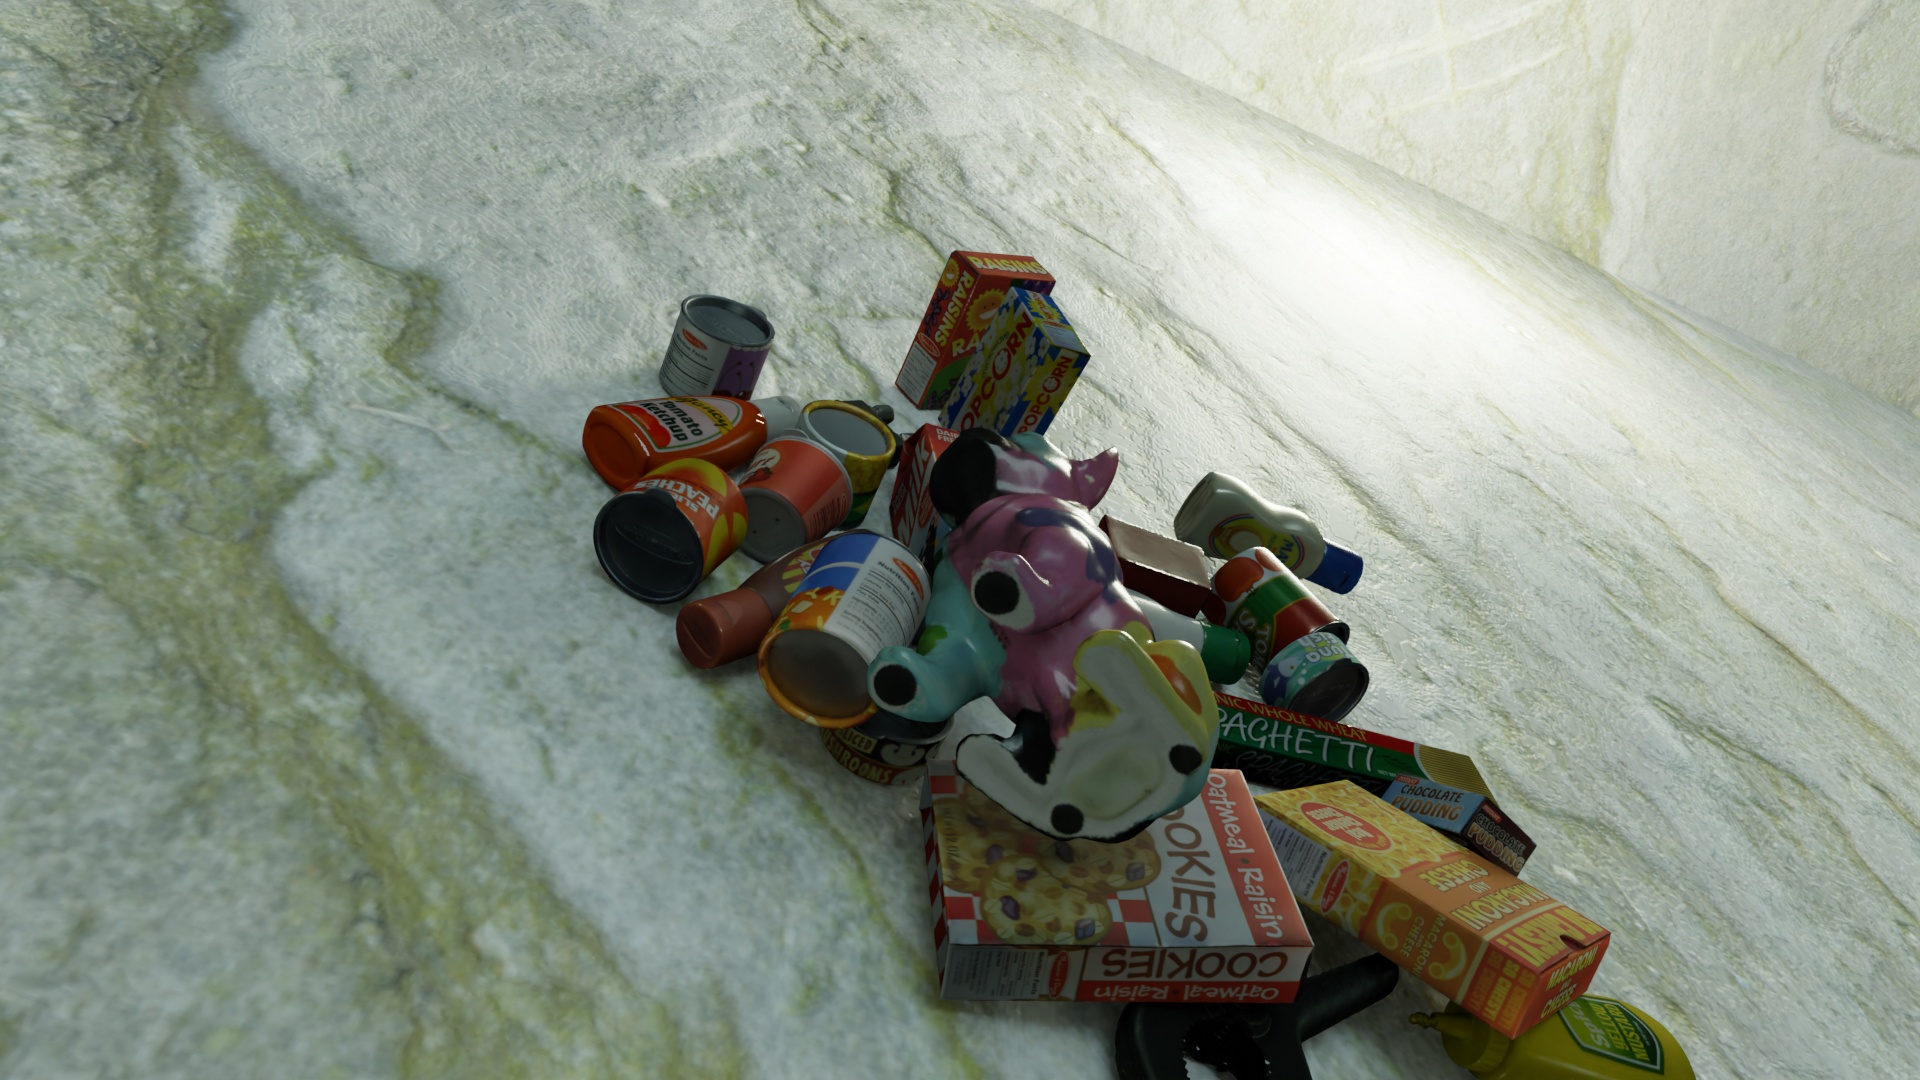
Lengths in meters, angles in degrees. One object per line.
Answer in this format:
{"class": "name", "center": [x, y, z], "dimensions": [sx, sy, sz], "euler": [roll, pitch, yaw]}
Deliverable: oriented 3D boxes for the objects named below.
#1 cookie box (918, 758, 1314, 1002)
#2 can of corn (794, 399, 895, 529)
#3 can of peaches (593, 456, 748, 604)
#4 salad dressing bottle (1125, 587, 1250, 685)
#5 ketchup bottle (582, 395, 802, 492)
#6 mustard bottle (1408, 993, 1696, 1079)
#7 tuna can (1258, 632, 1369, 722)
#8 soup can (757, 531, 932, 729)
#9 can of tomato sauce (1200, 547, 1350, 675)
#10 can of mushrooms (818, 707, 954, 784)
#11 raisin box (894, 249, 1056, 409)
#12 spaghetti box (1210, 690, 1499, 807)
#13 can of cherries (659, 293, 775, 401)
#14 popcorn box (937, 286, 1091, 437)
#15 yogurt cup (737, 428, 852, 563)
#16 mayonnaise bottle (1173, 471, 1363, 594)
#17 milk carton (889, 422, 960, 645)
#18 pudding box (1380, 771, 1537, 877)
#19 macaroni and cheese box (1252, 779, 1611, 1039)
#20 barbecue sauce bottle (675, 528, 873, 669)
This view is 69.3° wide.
{"class": "cookie box", "center": [0.069, 0.161, 0.667], "dimensions": [0.168, 0.040, 0.123], "euler": [3, 31, -9]}
{"class": "can of corn", "center": [-0.080, -0.050, 0.904], "dimensions": [0.071, 0.058, 0.071], "euler": [20, 31, -12]}
{"class": "can of peaches", "center": [-0.158, -0.009, 0.766], "dimensions": [0.071, 0.071, 0.058], "euler": [29, 29, 5]}
{"class": "salad dressing bottle", "center": [0.118, 0.060, 0.904], "dimensions": [0.148, 0.043, 0.064], "euler": [16, 29, -19]}
{"class": "ketchup bottle", "center": [-0.162, -0.066, 0.880], "dimensions": [0.065, 0.043, 0.149], "euler": [41, 32, 23]}
{"class": "mustard bottle", "center": [0.304, 0.264, 0.725], "dimensions": [0.160, 0.048, 0.065], "euler": [17, 26, -17]}
{"class": "tuna can", "center": [0.233, 0.093, 0.914], "dimensions": [0.071, 0.070, 0.033], "euler": [4, 35, -34]}
{"class": "soup can", "center": [-0.059, 0.046, 0.702], "dimensions": [0.071, 0.071, 0.084], "euler": [27, 35, 0]}
{"class": "can of tomato sauce", "center": [0.216, 0.056, 0.965], "dimensions": [0.071, 0.071, 0.083], "euler": [-3, 40, -41]}
{"class": "can of mushrooms", "center": [-0.041, 0.095, 0.733], "dimensions": [0.071, 0.033, 0.071], "euler": [20, 31, -12]}
{"class": "raisin box", "center": [0.011, -0.163, 1.088], "dimensions": [0.086, 0.122, 0.040], "euler": [-4, 42, -42]}
{"class": "spaghetti box", "center": [0.229, 0.138, 0.882], "dimensions": [0.250, 0.028, 0.050], "euler": [16, 31, -19]}
{"class": "can of cherries", "center": [-0.166, -0.128, 0.959], "dimensions": [0.071, 0.058, 0.072], "euler": [19, 30, -11]}
{"class": "popcorn box", "center": [0.037, -0.111, 1.022], "dimensions": [0.038, 0.126, 0.085], "euler": [13, 32, -30]}
{"class": "yogurt cup", "center": [-0.106, -0.022, 0.837], "dimensions": [0.072, 0.072, 0.054], "euler": [29, 38, 3]}
{"class": "mayonnaise bottle", "center": [0.243, 0.000, 1.078], "dimensions": [0.148, 0.064, 0.041], "euler": [22, 33, -15]}
{"class": "milk carton", "center": [0.003, -0.011, 0.894], "dimensions": [0.072, 0.073, 0.191], "euler": [16, 31, -18]}
{"class": "pudding box", "center": [0.296, 0.171, 0.832], "dimensions": [0.049, 0.030, 0.083], "euler": [42, -11, -14]}
{"class": "macaroni and cheese box", "center": [0.245, 0.188, 0.743], "dimensions": [0.167, 0.040, 0.124], "euler": [29, 15, 37]}
{"class": "barbecue sauce bottle", "center": [-0.091, 0.036, 0.776], "dimensions": [0.065, 0.043, 0.149], "euler": [50, 36, 18]}
